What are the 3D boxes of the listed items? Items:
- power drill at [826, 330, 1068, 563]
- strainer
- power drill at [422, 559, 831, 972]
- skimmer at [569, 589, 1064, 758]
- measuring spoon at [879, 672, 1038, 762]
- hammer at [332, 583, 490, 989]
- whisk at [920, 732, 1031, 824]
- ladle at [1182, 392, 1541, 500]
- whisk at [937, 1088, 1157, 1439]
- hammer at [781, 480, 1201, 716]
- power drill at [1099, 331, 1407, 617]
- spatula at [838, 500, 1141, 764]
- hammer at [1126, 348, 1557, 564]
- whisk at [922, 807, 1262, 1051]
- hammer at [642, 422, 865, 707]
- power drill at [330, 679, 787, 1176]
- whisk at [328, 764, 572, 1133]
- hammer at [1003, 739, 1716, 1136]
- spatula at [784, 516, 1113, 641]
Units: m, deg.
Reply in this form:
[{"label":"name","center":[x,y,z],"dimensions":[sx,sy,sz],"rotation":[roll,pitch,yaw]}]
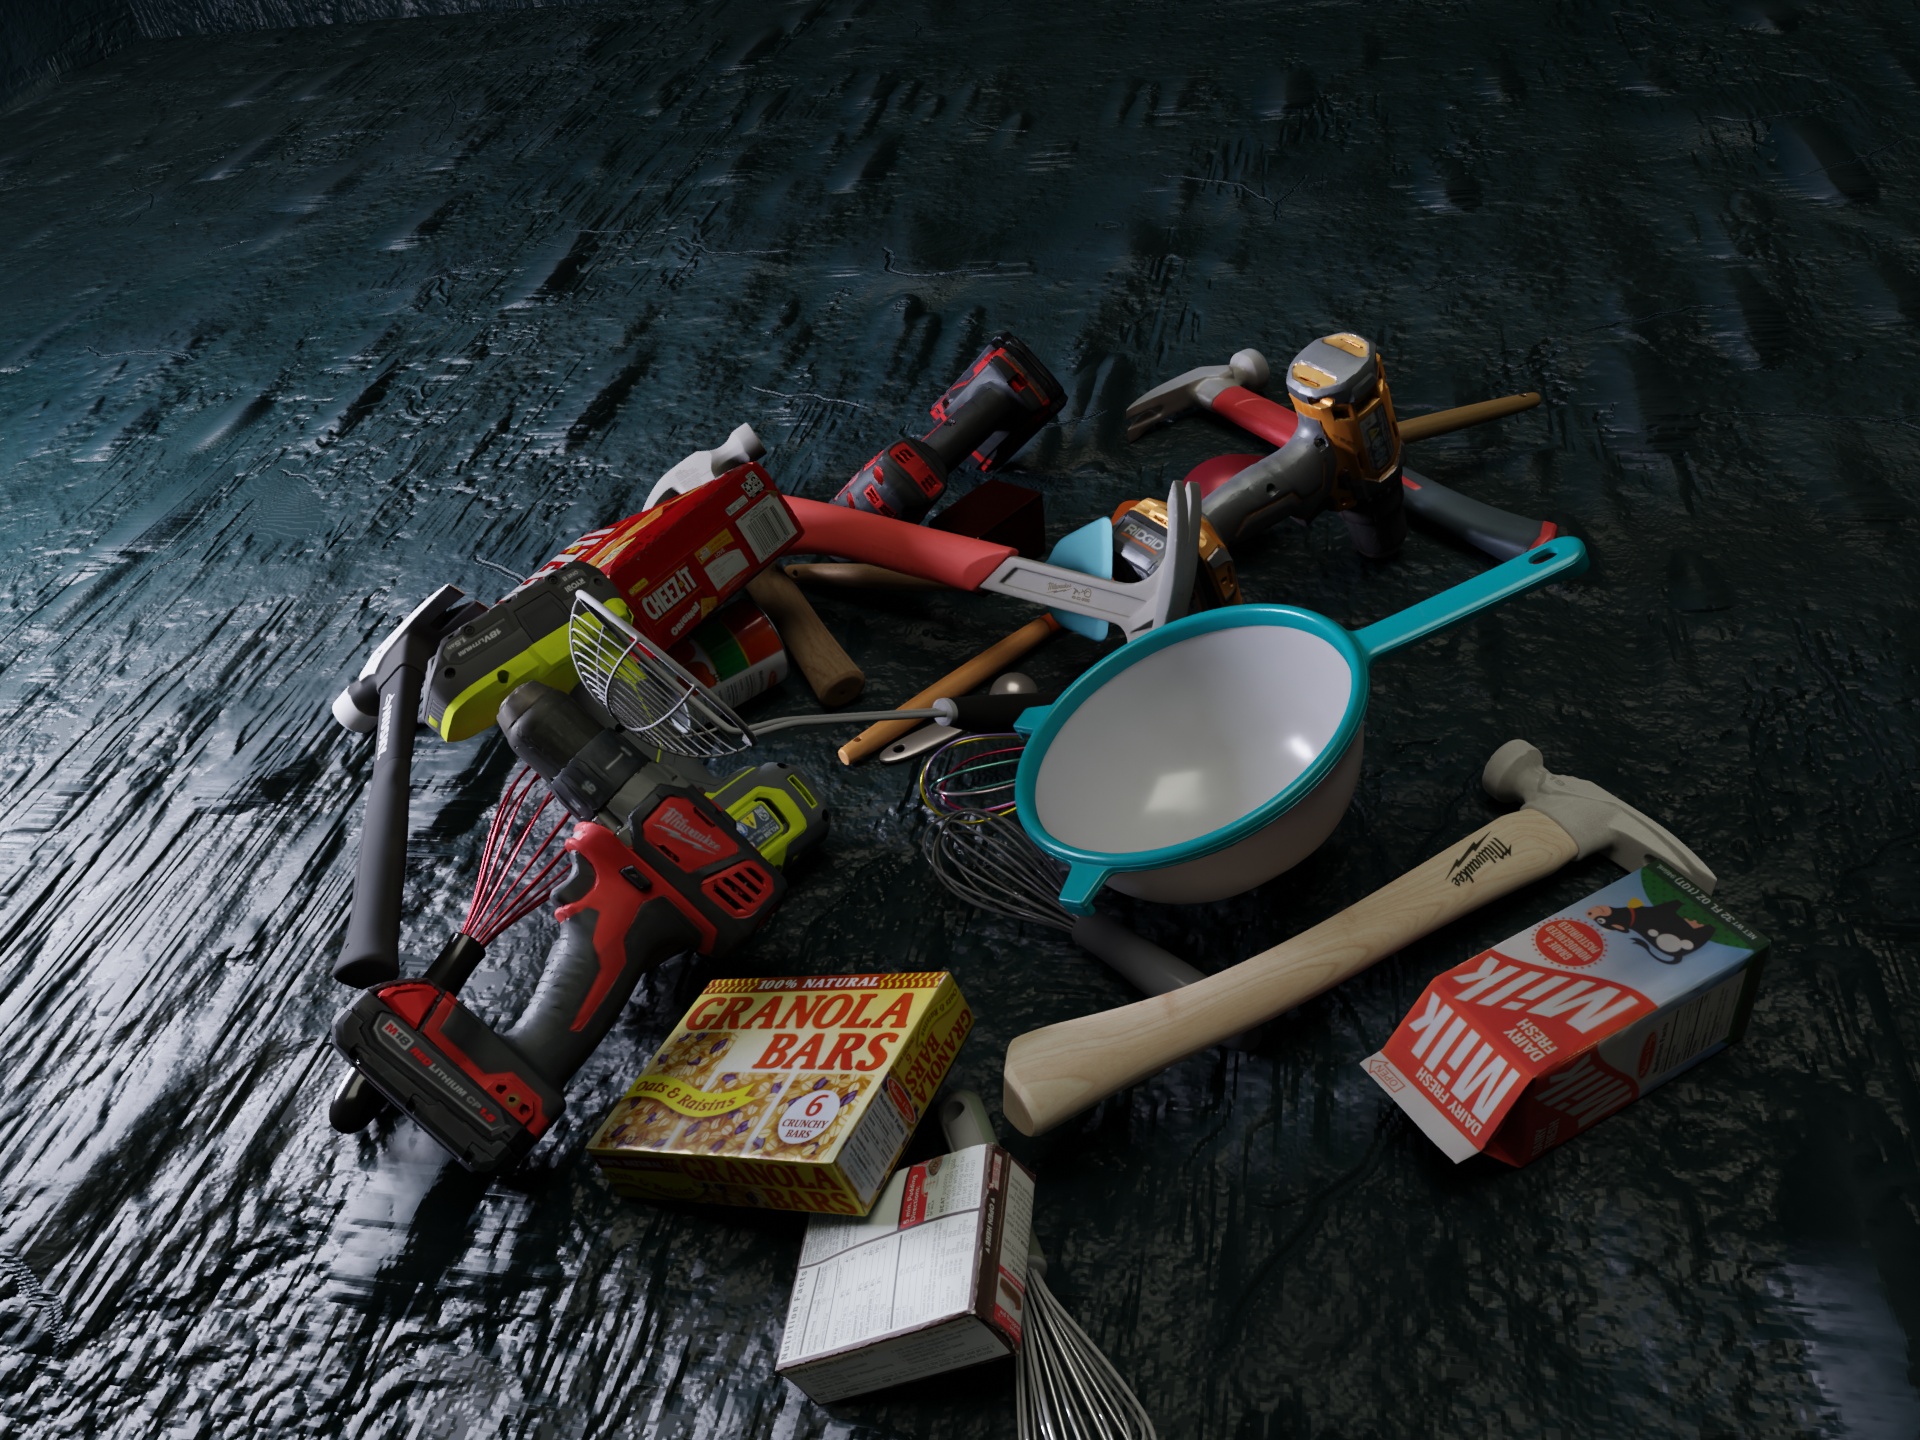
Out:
[{"label":"power drill","center":[-0.022,-0.204,1.254],"dimensions":[0.078,0.143,0.220],"rotation":[47,53,-5]},{"label":"strainer","center":[0.200,0.006,0.901],"dimensions":[0.340,0.095,0.211],"rotation":[-26,31,9]},{"label":"power drill","center":[-0.213,0.037,0.945],"dimensions":[0.190,0.080,0.228],"rotation":[-38,86,-31]},{"label":"skimmer","center":[-0.056,-0.030,0.954],"dimensions":[0.363,0.090,0.127],"rotation":[-3,18,-34]},{"label":"measuring spoon","center":[-0.002,-0.003,1.076],"dimensions":[0.124,0.018,0.034],"rotation":[-27,42,-20]},{"label":"hammer","center":[-0.362,0.041,1.017],"dimensions":[0.146,0.035,0.335],"rotation":[-43,35,18]},{"label":"whisk","center":[0.094,0.024,1.012],"dimensions":[0.245,0.051,0.047],"rotation":[-10,59,-8]},{"label":"ladle","center":[0.307,-0.209,1.206],"dimensions":[0.315,0.031,0.069],"rotation":[-16,37,-15]},{"label":"whisk","center":[0.030,0.257,0.721],"dimensions":[0.058,0.059,0.247],"rotation":[-38,35,7]},{"label":"hammer","center":[-0.004,-0.119,1.086],"dimensions":[0.359,0.149,0.036],"rotation":[18,15,34]},{"label":"power drill","center":[0.220,-0.133,1.105],"dimensions":[0.226,0.185,0.084],"rotation":[-42,46,-9]},{"label":"spatula","center":[0.039,-0.062,1.125],"dimensions":[0.322,0.041,0.081],"rotation":[-34,40,-27]},{"label":"hammer","center":[0.296,-0.196,1.246],"dimensions":[0.143,0.038,0.387],"rotation":[-28,42,-20]},{"label":"whisk","center":[0.069,0.116,0.891],"dimensions":[0.239,0.055,0.055],"rotation":[32,53,34]},{"label":"hammer","center":[-0.157,-0.113,1.218],"dimensions":[0.130,0.031,0.332],"rotation":[-34,46,-3]},{"label":"power drill","center":[-0.226,0.104,0.843],"dimensions":[0.188,0.080,0.227],"rotation":[43,65,-2]},{"label":"whisk","center":[-0.283,0.119,0.948],"dimensions":[0.073,0.073,0.296],"rotation":[8,46,21]},{"label":"hammer","center":[0.206,0.122,0.829],"dimensions":[0.410,0.038,0.146],"rotation":[-21,40,-25]},{"label":"spatula","center":[-0.015,-0.104,1.147],"dimensions":[0.318,0.082,0.044],"rotation":[5,5,37]}]
